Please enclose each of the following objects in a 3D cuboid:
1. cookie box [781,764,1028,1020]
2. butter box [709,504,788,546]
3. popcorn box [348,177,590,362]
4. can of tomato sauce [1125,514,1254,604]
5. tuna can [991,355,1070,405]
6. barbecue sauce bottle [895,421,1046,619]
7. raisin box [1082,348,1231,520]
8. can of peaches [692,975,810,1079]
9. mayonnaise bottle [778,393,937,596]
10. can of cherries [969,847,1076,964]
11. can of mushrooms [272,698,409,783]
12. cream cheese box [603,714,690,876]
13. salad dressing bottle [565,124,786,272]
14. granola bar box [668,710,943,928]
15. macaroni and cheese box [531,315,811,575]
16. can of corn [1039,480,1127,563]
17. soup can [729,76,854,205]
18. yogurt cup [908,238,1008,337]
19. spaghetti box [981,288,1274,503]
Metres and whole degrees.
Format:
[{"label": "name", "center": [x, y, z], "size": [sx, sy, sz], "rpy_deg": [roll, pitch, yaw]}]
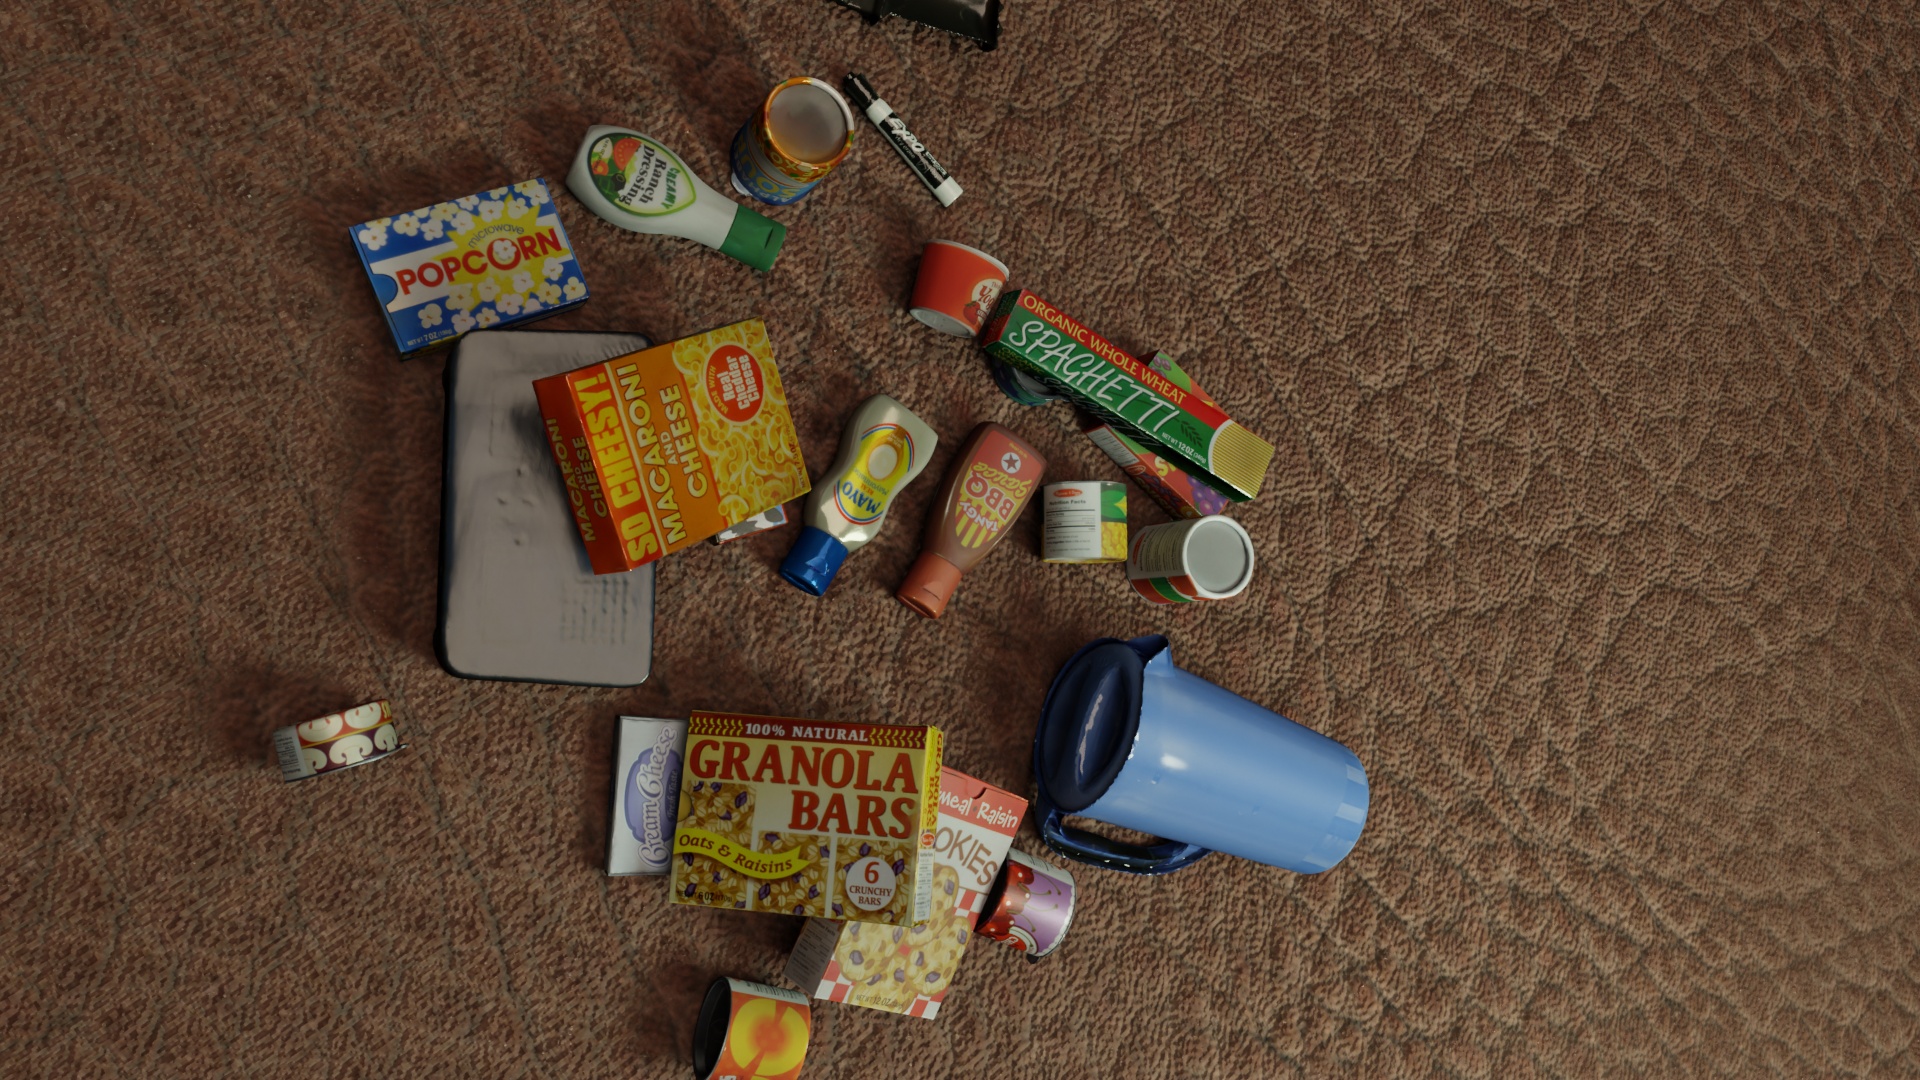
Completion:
[{"label": "cookie box", "center": [-0.033, 0.235, 0.949], "size": [0.123, 0.040, 0.167], "rpy_deg": [30, 81, -44]}, {"label": "butter box", "center": [-0.161, -0.053, 0.966], "size": [0.053, 0.024, 0.103], "rpy_deg": [-17, 92, -25]}, {"label": "popcorn box", "center": [-0.316, -0.176, 0.900], "size": [0.127, 0.038, 0.085], "rpy_deg": [-23, 96, -25]}, {"label": "can of tomato sauce", "center": [0.180, 0.016, 1.082], "size": [0.071, 0.083, 0.071], "rpy_deg": [2, 84, -24]}, {"label": "tuna can", "center": [0.061, -0.136, 1.071], "size": [0.071, 0.033, 0.071], "rpy_deg": [2, 84, -24]}, {"label": "barbecue sauce bottle", "center": [0.004, -0.013, 1.026], "size": [0.065, 0.043, 0.149], "rpy_deg": [37, 72, -18]}, {"label": "raisin box", "center": [0.171, -0.079, 1.112], "size": [0.123, 0.040, 0.086], "rpy_deg": [42, 69, -14]}, {"label": "can of peaches", "center": [-0.138, 0.328, 0.915], "size": [0.058, 0.071, 0.071], "rpy_deg": [19, 78, -23]}, {"label": "mayonnaise bottle", "center": [-0.077, -0.030, 0.993], "size": [0.064, 0.041, 0.148], "rpy_deg": [36, 71, -19]}, {"label": "can of cherries", "center": [0.041, 0.262, 1.003], "size": [0.058, 0.071, 0.071], "rpy_deg": [27, 75, -20]}, {"label": "can of mushrooms", "center": [-0.370, 0.119, 0.831], "size": [0.071, 0.071, 0.033], "rpy_deg": [-16, 91, -25]}, {"label": "cream cheese box", "center": [-0.205, 0.169, 0.923], "size": [0.053, 0.024, 0.104], "rpy_deg": [6, 82, -24]}, {"label": "salad dressing bottle", "center": [-0.194, -0.233, 0.958], "size": [0.147, 0.044, 0.064], "rpy_deg": [22, 79, -21]}, {"label": "granola bar box", "center": [-0.099, 0.176, 0.891], "size": [0.165, 0.039, 0.124], "rpy_deg": [1, 78, 14]}, {"label": "macaroni and cheese box", "center": [-0.177, -0.063, 0.878], "size": [0.167, 0.040, 0.123], "rpy_deg": [-29, 108, -50]}, {"label": "can of corn", "center": [0.095, -0.013, 1.057], "size": [0.071, 0.071, 0.058], "rpy_deg": [2, 85, -24]}, {"label": "soup can", "center": [-0.121, -0.277, 0.974], "size": [0.071, 0.083, 0.071], "rpy_deg": [2, 85, -24]}, {"label": "yogurt cup", "center": [-0.004, -0.185, 1.030], "size": [0.072, 0.072, 0.054], "rpy_deg": [22, 84, -21]}, {"label": "spaghetti box", "center": [0.131, -0.108, 1.059], "size": [0.250, 0.028, 0.050], "rpy_deg": [29, 73, -19]}]
